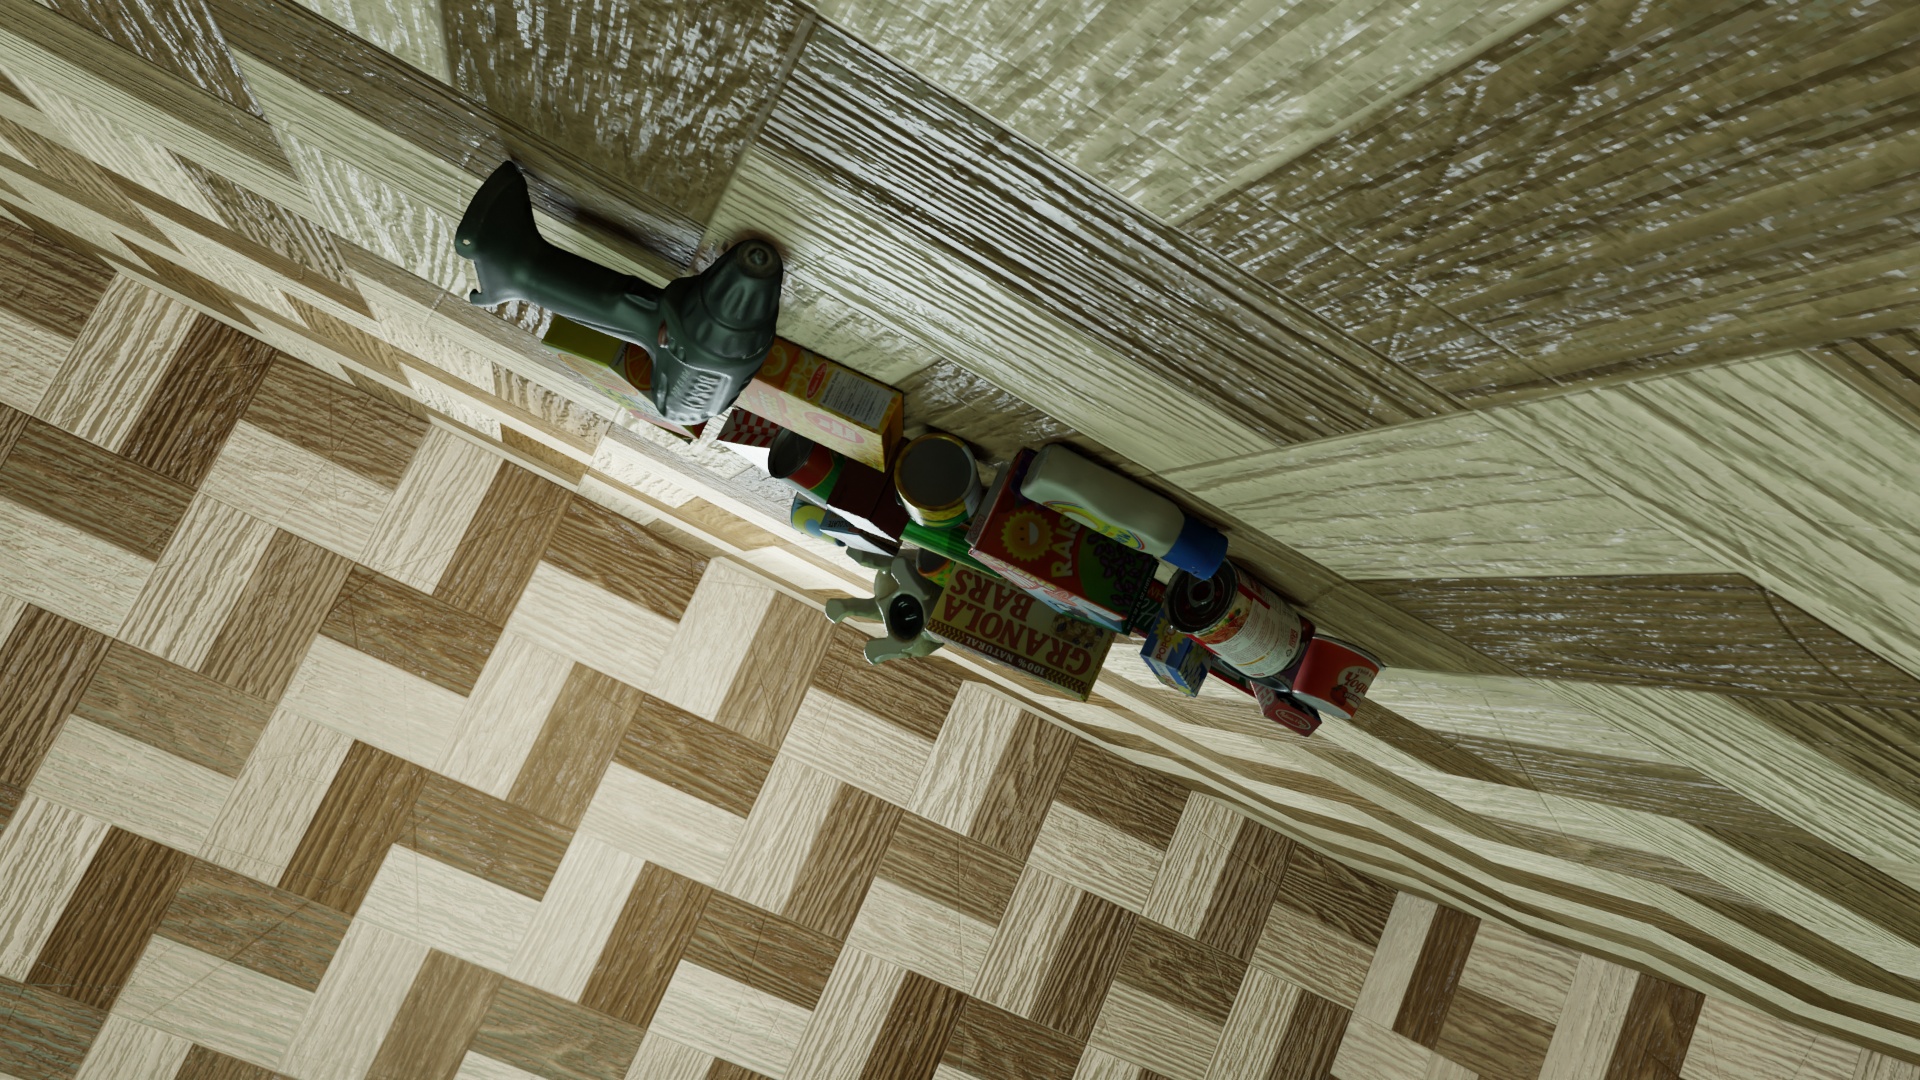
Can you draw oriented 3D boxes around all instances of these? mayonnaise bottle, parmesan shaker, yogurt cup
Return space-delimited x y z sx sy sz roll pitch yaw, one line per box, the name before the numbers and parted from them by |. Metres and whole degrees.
mayonnaise bottle | 0.118 -0.019 0.989 0.148 0.041 0.064 26 169 -7
parmesan shaker | 0.004 -0.015 1.235 0.103 0.071 0.071 21 170 15
yogurt cup | 0.321 0.119 1.198 0.072 0.054 0.072 25 170 5

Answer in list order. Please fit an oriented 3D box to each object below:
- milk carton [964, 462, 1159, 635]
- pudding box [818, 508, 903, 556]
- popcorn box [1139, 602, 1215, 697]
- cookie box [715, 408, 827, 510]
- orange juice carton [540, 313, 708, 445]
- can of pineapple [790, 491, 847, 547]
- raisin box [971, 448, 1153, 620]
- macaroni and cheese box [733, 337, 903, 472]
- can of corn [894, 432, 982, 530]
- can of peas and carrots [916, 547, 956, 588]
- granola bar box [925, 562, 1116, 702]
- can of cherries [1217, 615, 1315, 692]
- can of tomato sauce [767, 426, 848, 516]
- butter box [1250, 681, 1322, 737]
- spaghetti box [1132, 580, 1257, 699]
milk carton | 0.076 0.007 1.146 0.073 0.072 0.190 15 166 45
pudding box | -0.096 -0.011 1.359 0.049 0.030 0.083 30 168 -32
popcorn box | 0.198 0.081 1.206 0.038 0.085 0.126 22 170 22
cookie box | -0.139 -0.070 1.362 0.167 0.040 0.123 33 167 -37
orange juice carton | -0.252 -0.144 1.148 0.073 0.072 0.192 21 169 23
can of pineapple | -0.141 -0.031 1.498 0.058 0.071 0.071 21 169 20
raisin box | 0.081 -0.003 1.037 0.123 0.086 0.040 25 172 -3
macaroni and cheese box | -0.128 -0.116 1.084 0.166 0.040 0.123 24 170 3
can of corn | -0.020 -0.047 1.104 0.071 0.071 0.058 23 169 9
can of peas and carrots | -0.002 0.018 1.430 0.058 0.071 0.071 31 168 -31
granola bar box | 0.068 0.065 1.323 0.166 0.124 0.039 22 168 19
can of cherries | 0.260 0.089 1.175 0.071 0.058 0.071 25 170 5
can of tomato sauce | -0.120 -0.069 1.252 0.083 0.071 0.071 32 168 -38
butter box | 0.287 0.128 1.255 0.053 0.024 0.104 28 -152 -22
spaghetti box | 0.209 0.082 1.291 0.250 0.050 0.028 28 168 -19
